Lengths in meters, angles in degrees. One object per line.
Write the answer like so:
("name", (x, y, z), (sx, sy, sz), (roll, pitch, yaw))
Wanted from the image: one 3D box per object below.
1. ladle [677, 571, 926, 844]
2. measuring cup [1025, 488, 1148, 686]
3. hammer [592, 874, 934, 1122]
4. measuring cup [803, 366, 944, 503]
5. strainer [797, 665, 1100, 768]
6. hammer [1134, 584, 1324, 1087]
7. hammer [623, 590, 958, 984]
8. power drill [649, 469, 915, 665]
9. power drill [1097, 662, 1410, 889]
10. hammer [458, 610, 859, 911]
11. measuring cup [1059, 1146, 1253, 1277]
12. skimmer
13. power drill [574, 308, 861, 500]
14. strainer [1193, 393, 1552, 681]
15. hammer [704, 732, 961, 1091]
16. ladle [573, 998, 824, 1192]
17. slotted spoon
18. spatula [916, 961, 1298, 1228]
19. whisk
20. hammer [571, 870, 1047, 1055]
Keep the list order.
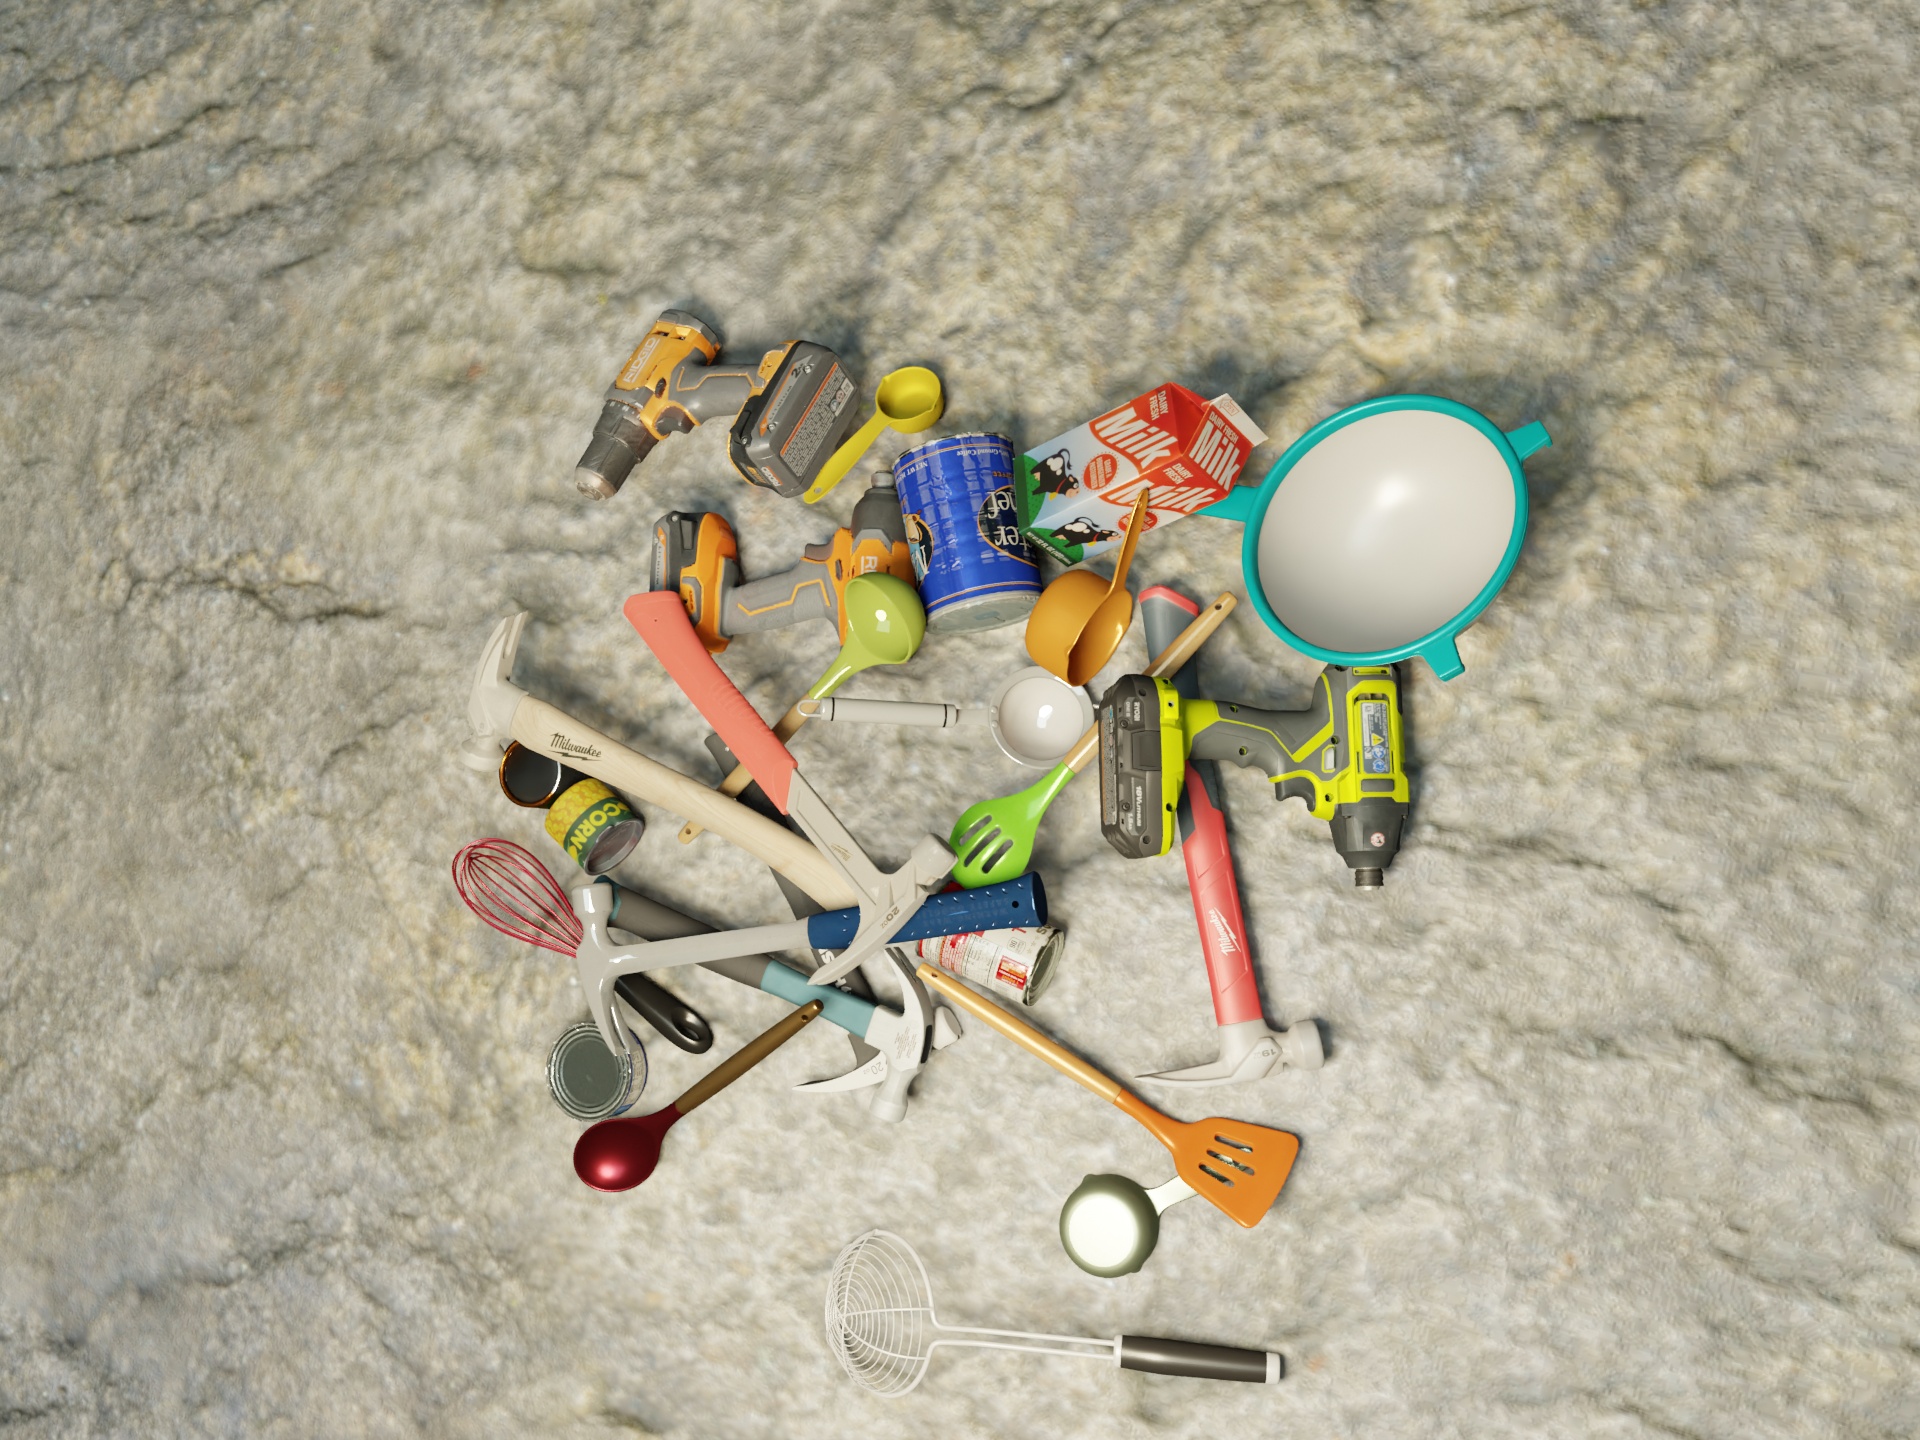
("ladle", (-0.141, 0.000, 1.302), (0.320, 0.062, 0.078), (-45, 79, 23))
("measuring cup", (0.101, -0.111, 1.242), (0.052, 0.095, 0.173), (31, 123, 25))
("hammer", (-0.172, 0.207, 1.320), (0.331, 0.033, 0.128), (21, 92, 19))
("measuring cup", (-0.074, -0.234, 1.344), (0.062, 0.029, 0.156), (37, 80, 28))
("strainer", (-0.002, -0.004, 1.271), (0.258, 0.050, 0.087), (3, 73, -12))
("hammer", (0.172, 0.086, 1.234), (0.143, 0.038, 0.386), (-11, 80, 4))
("hammer", (-0.163, 0.034, 1.265), (0.149, 0.036, 0.359), (-45, 69, 7))
("power drill", (-0.146, -0.131, 1.358), (0.226, 0.084, 0.164), (2, 85, 15))
("power drill", (0.220, 0.041, 1.181), (0.223, 0.080, 0.171), (0, 83, -6))
("hammer", (-0.231, 0.054, 1.323), (0.411, 0.038, 0.146), (26, 112, 12))
("measuring cup", (0.150, 0.372, 1.225), (0.167, 0.038, 0.083), (-32, 75, 16))
("skimmer", (0.065, 0.481, 1.252), (0.363, 0.090, 0.127), (3, 83, 9))
("power drill", (-0.218, -0.254, 1.356), (0.226, 0.084, 0.185), (19, 72, 33))
("strainer", (0.276, -0.141, 1.214), (0.341, 0.095, 0.211), (18, 82, 40))
("hammer", (-0.136, 0.155, 1.349), (0.146, 0.035, 0.335), (-32, 75, 13))
("ladle", (-0.218, 0.310, 1.325), (0.069, 0.031, 0.315), (44, 120, -12))
("slotted spoon", (0.101, 0.016, 1.237), (0.313, 0.031, 0.070), (-46, 68, 9))
("spatula", (0.103, 0.275, 1.235), (0.323, 0.041, 0.081), (31, 65, 13))
("whisk", (-0.335, 0.201, 1.404), (0.296, 0.073, 0.073), (35, 97, 14))
("hammer", (-0.127, 0.176, 1.268), (0.405, 0.035, 0.144), (-10, 84, 19))
